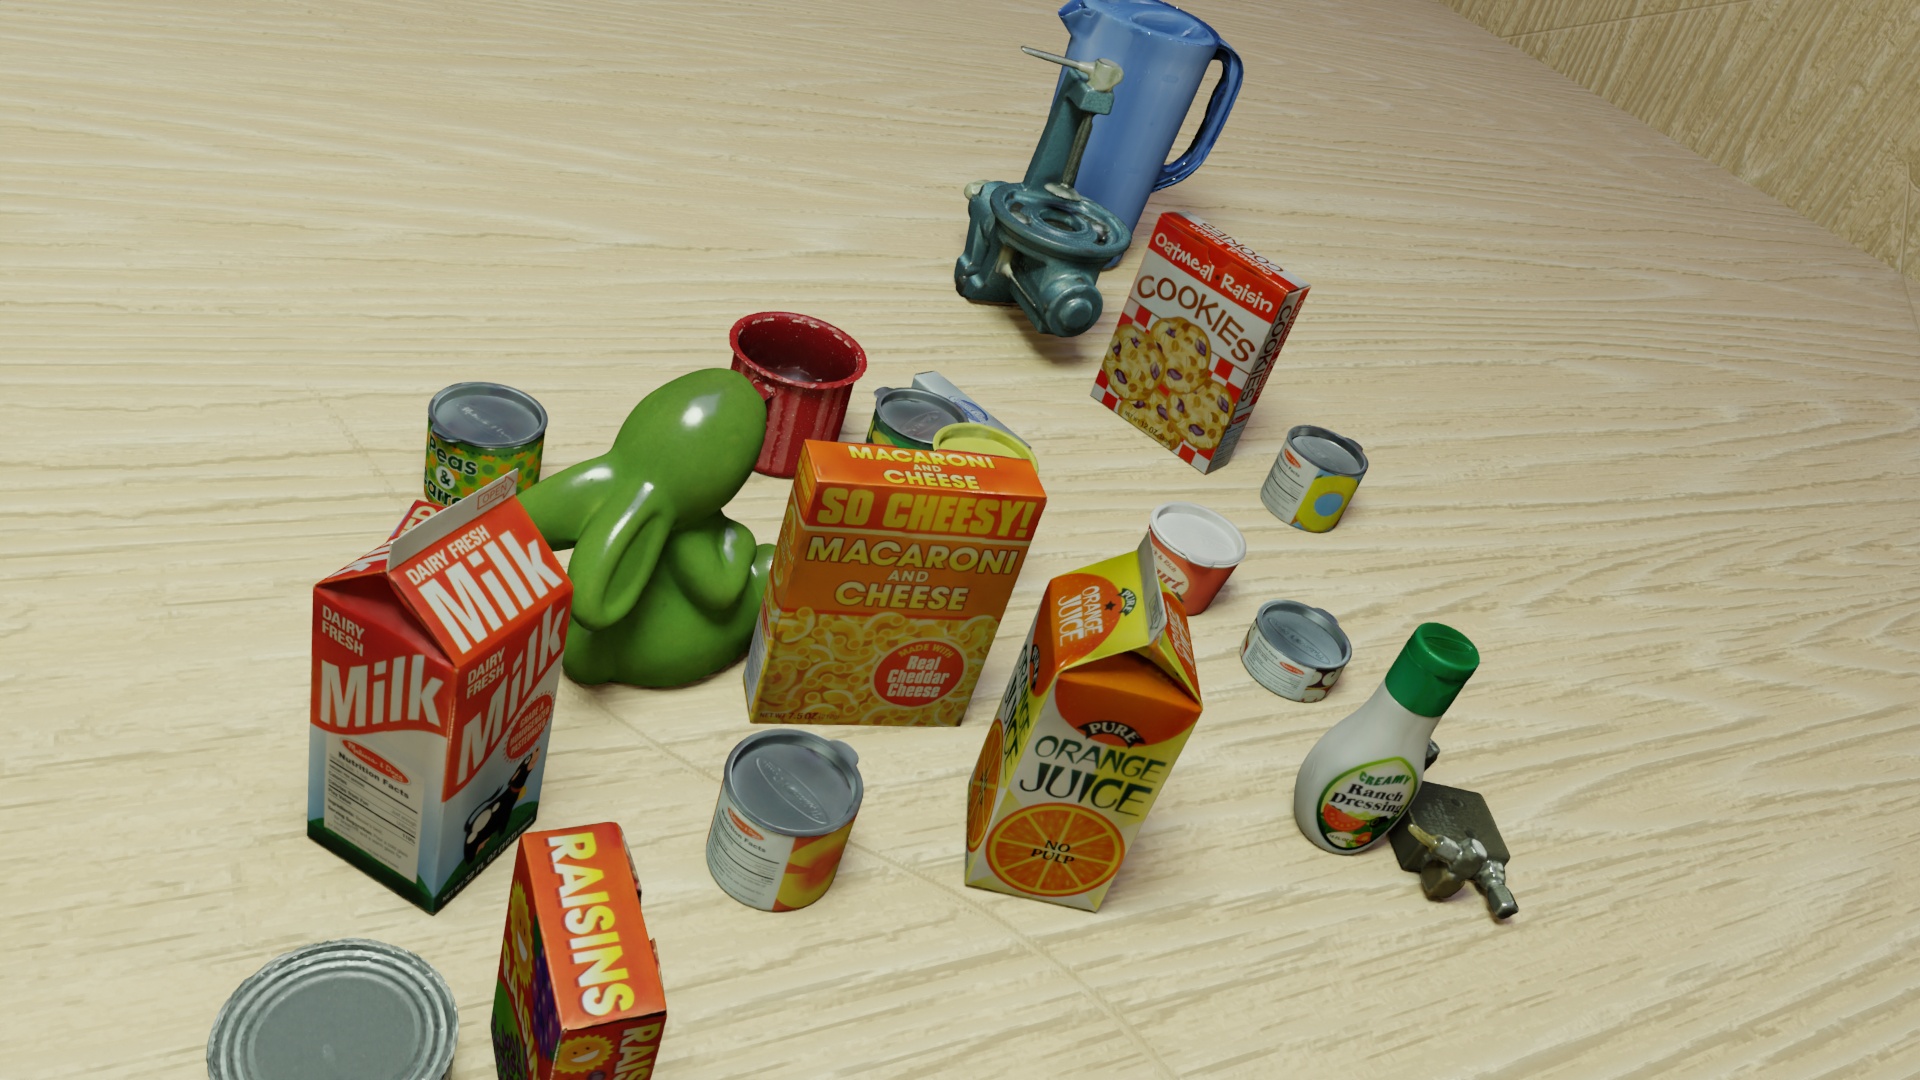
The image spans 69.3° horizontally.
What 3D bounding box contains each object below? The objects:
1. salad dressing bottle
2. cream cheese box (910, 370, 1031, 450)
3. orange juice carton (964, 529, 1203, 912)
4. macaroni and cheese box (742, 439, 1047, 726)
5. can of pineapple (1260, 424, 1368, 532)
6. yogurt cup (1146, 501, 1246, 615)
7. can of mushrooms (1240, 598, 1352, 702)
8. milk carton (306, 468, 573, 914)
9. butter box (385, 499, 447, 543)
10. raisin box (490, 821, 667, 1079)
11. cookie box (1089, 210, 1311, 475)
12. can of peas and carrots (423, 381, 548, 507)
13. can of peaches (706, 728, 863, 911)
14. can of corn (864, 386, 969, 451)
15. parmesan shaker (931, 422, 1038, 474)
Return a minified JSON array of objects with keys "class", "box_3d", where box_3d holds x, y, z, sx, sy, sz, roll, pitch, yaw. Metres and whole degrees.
[{"class":"salad dressing bottle","box_3d":[0.235,0.110,0.768,0.064,0.146,0.044,12,35,-11]},{"class":"cream cheese box","box_3d":[0.001,-0.071,0.985,0.024,0.053,0.104,-20,50,-42]},{"class":"orange juice carton","box_3d":[0.062,0.088,0.677,0.073,0.191,0.072,14,35,-8]},{"class":"macaroni and cheese box","box_3d":[-0.039,0.027,0.735,0.124,0.165,0.040,4,38,-21]},{"class":"can of pineapple","box_3d":[0.276,-0.048,1.080,0.071,0.057,0.071,13,35,-9]},{"class":"yogurt cup","box_3d":[0.152,0.014,0.941,0.072,0.053,0.073,13,35,-9]},{"class":"can of mushrooms","box_3d":[0.221,0.072,0.913,0.071,0.033,0.071,13,35,-9]},{"class":"milk carton","box_3d":[-0.219,0.059,0.585,0.073,0.189,0.073,27,35,11]},{"class":"butter box","box_3d":[-0.289,0.030,0.711,0.024,0.052,0.104,15,35,-6]},{"class":"raisin box","box_3d":[-0.144,0.178,0.518,0.040,0.122,0.086,-1,40,-27]},{"class":"cookie box","box_3d":[0.183,-0.155,1.085,0.123,0.166,0.040,39,39,25]},{"class":"can of peas and carrots","box_3d":[-0.282,-0.051,0.818,0.071,0.058,0.071,13,35,-9]},{"class":"can of peaches","box_3d":[-0.083,0.133,0.665,0.071,0.057,0.071,13,35,-9]},{"class":"can of corn","box_3d":[-0.035,-0.064,0.954,0.071,0.058,0.071,13,35,-9]},{"class":"parmesan shaker","box_3d":[0.003,-0.011,0.861,0.071,0.102,0.072,13,35,-9]}]
